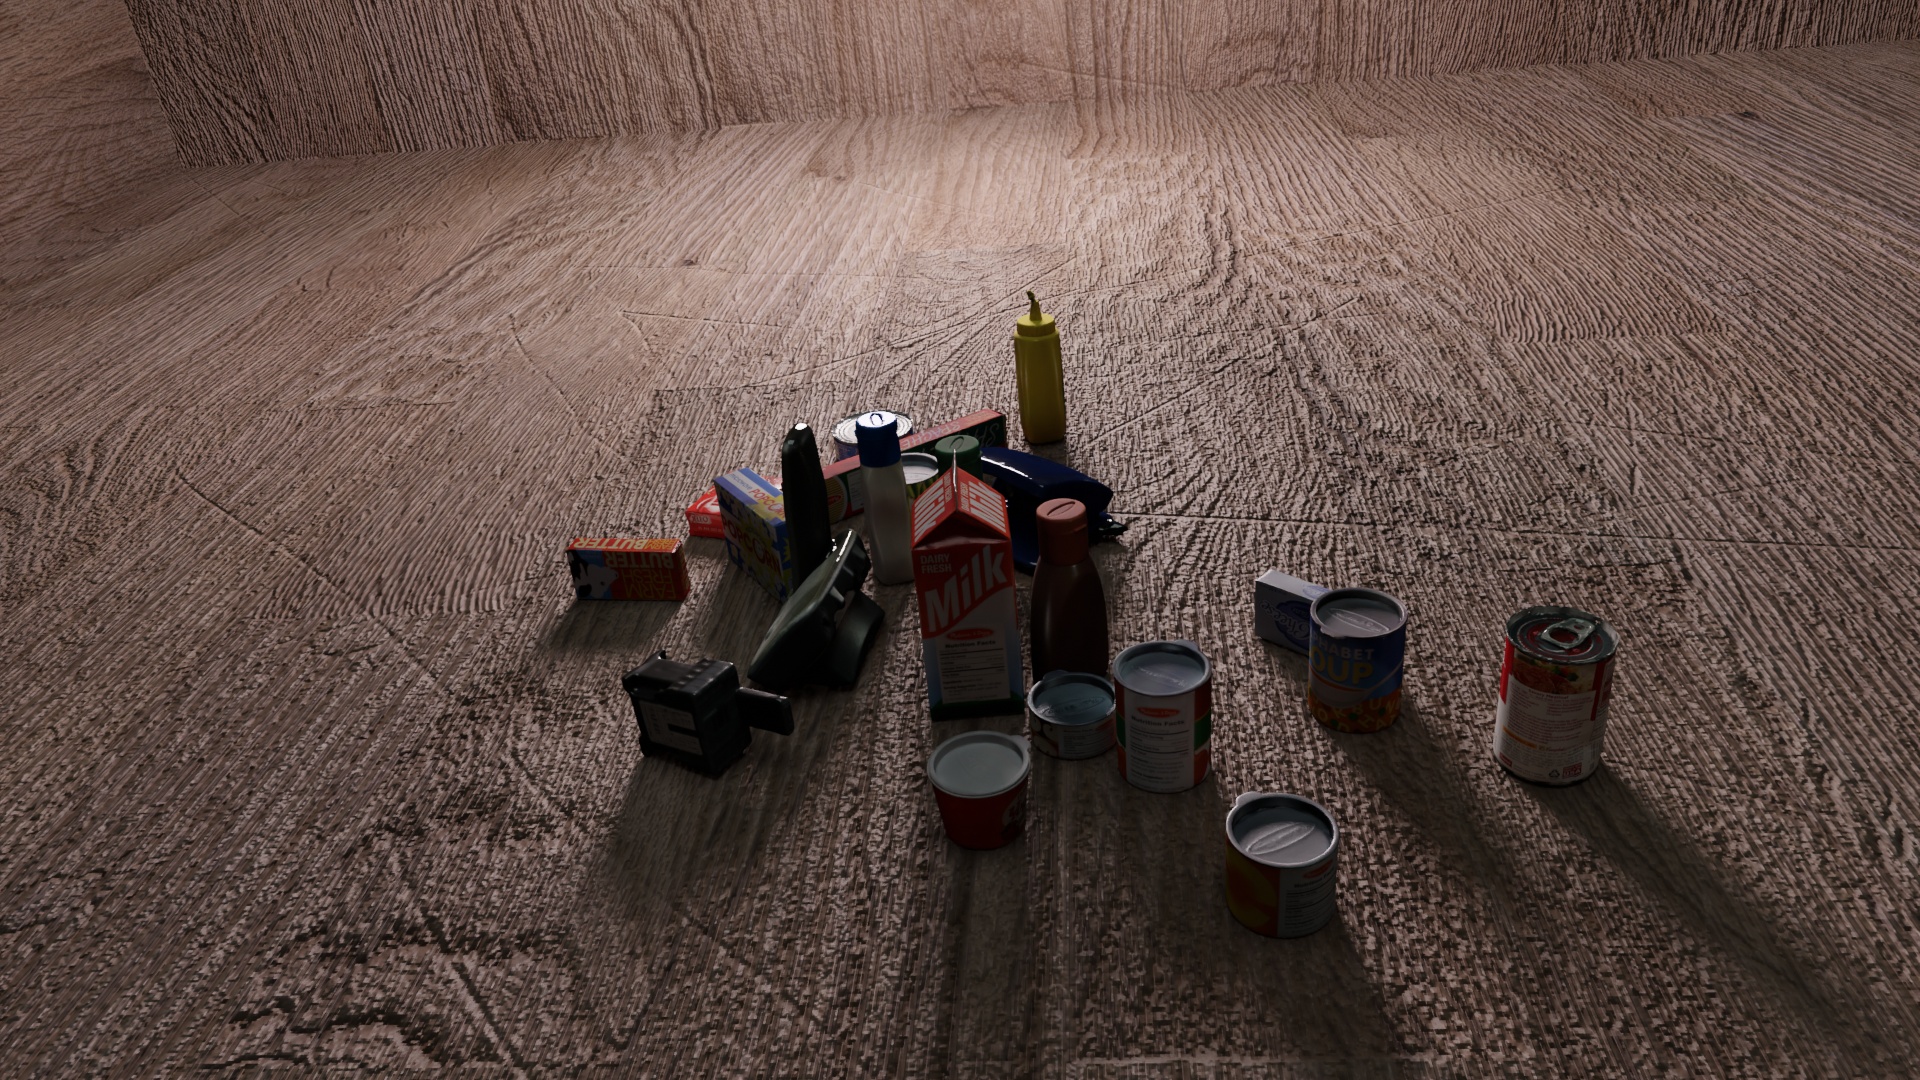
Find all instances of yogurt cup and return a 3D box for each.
[{"bbox_3d":[0.014,0.167,0.921,0.072,0.053,0.073,-4,28,2],"label":"yogurt cup"}]

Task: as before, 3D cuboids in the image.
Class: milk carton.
[{"bbox_3d":[0.004,0.033,1.026,0.073,0.189,0.073,-5,28,1],"label":"milk carton"}]

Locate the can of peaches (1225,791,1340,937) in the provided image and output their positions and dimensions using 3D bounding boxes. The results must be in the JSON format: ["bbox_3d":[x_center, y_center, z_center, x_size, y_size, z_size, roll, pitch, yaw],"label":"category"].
[{"bbox_3d":[0.192,0.194,0.836,0.071,0.057,0.071,-4,28,2],"label":"can of peaches"}]

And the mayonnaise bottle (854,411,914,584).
[{"bbox_3d":[-0.065,-0.038,1.213,0.041,0.147,0.065,-9,28,-6],"label":"mayonnaise bottle"}]

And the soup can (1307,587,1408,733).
[{"bbox_3d":[0.280,0.086,0.990,0.071,0.083,0.072,-4,28,2],"label":"soup can"}]

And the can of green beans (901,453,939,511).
[{"bbox_3d":[-0.048,-0.043,1.312,0.071,0.057,0.071,-4,28,2],"label":"can of green beans"}]

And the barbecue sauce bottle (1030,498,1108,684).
[{"bbox_3d":[0.080,0.042,1.040,0.065,0.147,0.044,-27,35,-34],"label":"barbecue sauce bottle"}]

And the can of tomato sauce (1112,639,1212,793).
[{"bbox_3d":[0.140,0.120,0.954,0.071,0.082,0.071,-4,28,2],"label":"can of tomato sauce"}]

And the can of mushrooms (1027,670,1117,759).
[{"bbox_3d":[0.082,0.125,1.007,0.071,0.033,0.071,-4,28,2],"label":"can of mushrooms"}]

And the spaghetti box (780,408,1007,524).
[{"bbox_3d":[-0.060,-0.071,1.374,0.251,0.050,0.029,-23,33,-28],"label":"spaghetti box"}]

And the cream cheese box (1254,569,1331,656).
[{"bbox_3d":[0.275,0.063,1.064,0.104,0.053,0.024,22,39,40],"label":"cream cheese box"}]

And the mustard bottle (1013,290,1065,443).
[{"bbox_3d":[0.081,-0.181,1.437,0.049,0.159,0.065,-7,28,-3],"label":"mustard bottle"}]

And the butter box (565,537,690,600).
[{"bbox_3d":[-0.295,0.026,1.236,0.103,0.053,0.024,0,29,11],"label":"butter box"}]

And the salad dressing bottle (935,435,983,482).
[{"bbox_3d":[0.004,-0.015,1.158,0.044,0.147,0.064,3,29,16],"label":"salad dressing bottle"}]

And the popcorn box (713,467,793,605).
[{"bbox_3d":[-0.171,-0.004,1.235,0.038,0.084,0.127,-22,32,-27],"label":"popcorn box"}]
